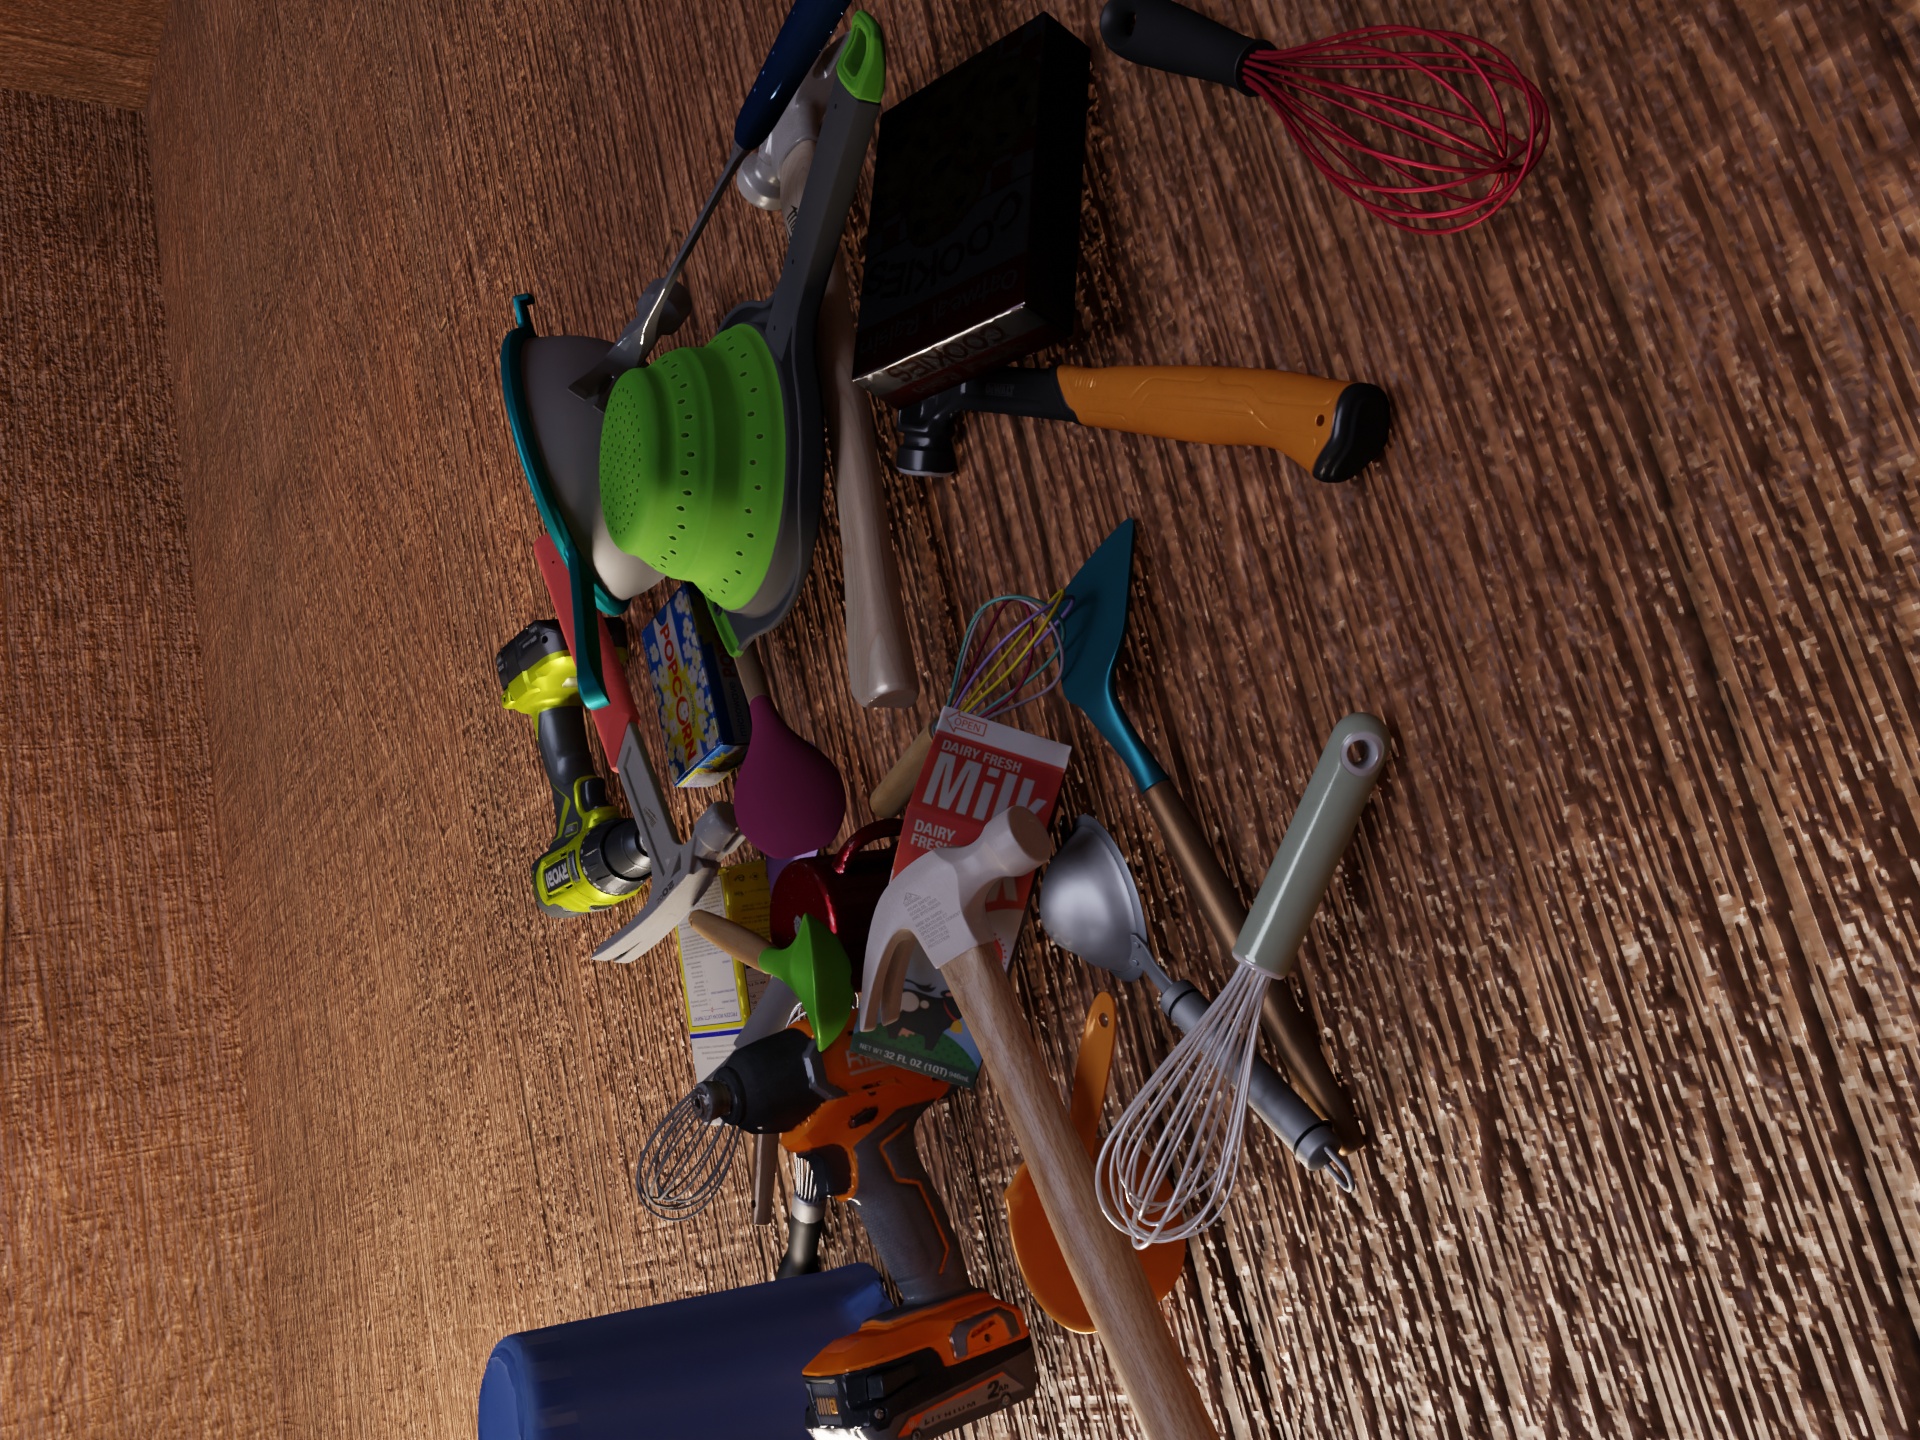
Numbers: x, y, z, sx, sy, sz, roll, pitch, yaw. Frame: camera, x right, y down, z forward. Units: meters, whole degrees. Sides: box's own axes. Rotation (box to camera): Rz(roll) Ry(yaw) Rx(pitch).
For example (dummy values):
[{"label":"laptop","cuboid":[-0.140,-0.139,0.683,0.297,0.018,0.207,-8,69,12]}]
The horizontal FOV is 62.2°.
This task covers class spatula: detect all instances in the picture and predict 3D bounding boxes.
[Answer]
[{"label":"spatula","cuboid":[0.113,0.051,0.748,0.082,0.044,0.318,-50,58,45]},{"label":"spatula","cuboid":[-0.118,0.170,1.048,0.060,0.018,0.316,-2,82,45]}]

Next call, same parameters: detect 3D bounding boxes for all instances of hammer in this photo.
[{"label":"hammer","cuboid":[0.047,0.214,0.739,0.130,0.031,0.331,-34,72,30]},{"label":"hammer","cuboid":[-0.067,-0.205,0.930,0.146,0.038,0.411,-41,54,55]},{"label":"hammer","cuboid":[-0.258,-0.003,1.159,0.149,0.036,0.359,-46,51,22]},{"label":"hammer","cuboid":[0.073,-0.167,0.781,0.337,0.034,0.127,22,110,52]},{"label":"hammer","cuboid":[-0.129,-0.330,0.928,0.405,0.035,0.144,-42,20,48]}]

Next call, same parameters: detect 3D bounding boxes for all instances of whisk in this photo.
[{"label":"whisk","cuboid":[-0.092,0.284,1.021,0.070,0.070,0.284,39,128,46]},{"label":"whisk","cuboid":[0.136,-0.271,0.672,0.296,0.073,0.073,50,131,48]},{"label":"whisk","cuboid":[-0.132,0.211,1.013,0.055,0.055,0.239,31,90,49]},{"label":"whisk","cuboid":[-0.003,-0.002,0.871,0.245,0.051,0.047,130,144,-53]},{"label":"whisk","cuboid":[0.122,0.110,0.670,0.059,0.058,0.246,-99,33,-87]}]

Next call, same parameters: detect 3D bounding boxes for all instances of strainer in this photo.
[{"label":"strainer","cuboid":[0.097,0.125,0.743,0.259,0.050,0.086,46,147,45]},{"label":"strainer","cuboid":[-0.226,-0.143,1.086,0.210,0.095,0.341,70,-178,-47]}]

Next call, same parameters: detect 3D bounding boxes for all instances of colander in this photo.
[{"label":"colander","cuboid":[-0.137,-0.215,0.921,0.205,0.094,0.396,63,142,40]}]

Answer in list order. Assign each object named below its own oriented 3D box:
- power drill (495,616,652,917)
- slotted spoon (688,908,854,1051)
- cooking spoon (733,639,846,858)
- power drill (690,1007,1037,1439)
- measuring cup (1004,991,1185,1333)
[{"label":"power drill","cuboid":[-0.299,0.036,1.276,0.190,0.080,0.229,-26,73,52]},{"label":"slotted spoon","cuboid":[-0.116,0.132,0.920,0.314,0.031,0.070,-179,84,-68]},{"label":"cooking spoon","cuboid":[-0.136,-0.028,1.043,0.017,0.068,0.319,79,171,-45]},{"label":"power drill","cuboid":[-0.055,0.274,0.874,0.084,0.164,0.227,-31,69,50]},{"label":"measuring cup","cuboid":[0.075,0.211,0.780,0.095,0.052,0.173,22,109,50]}]
